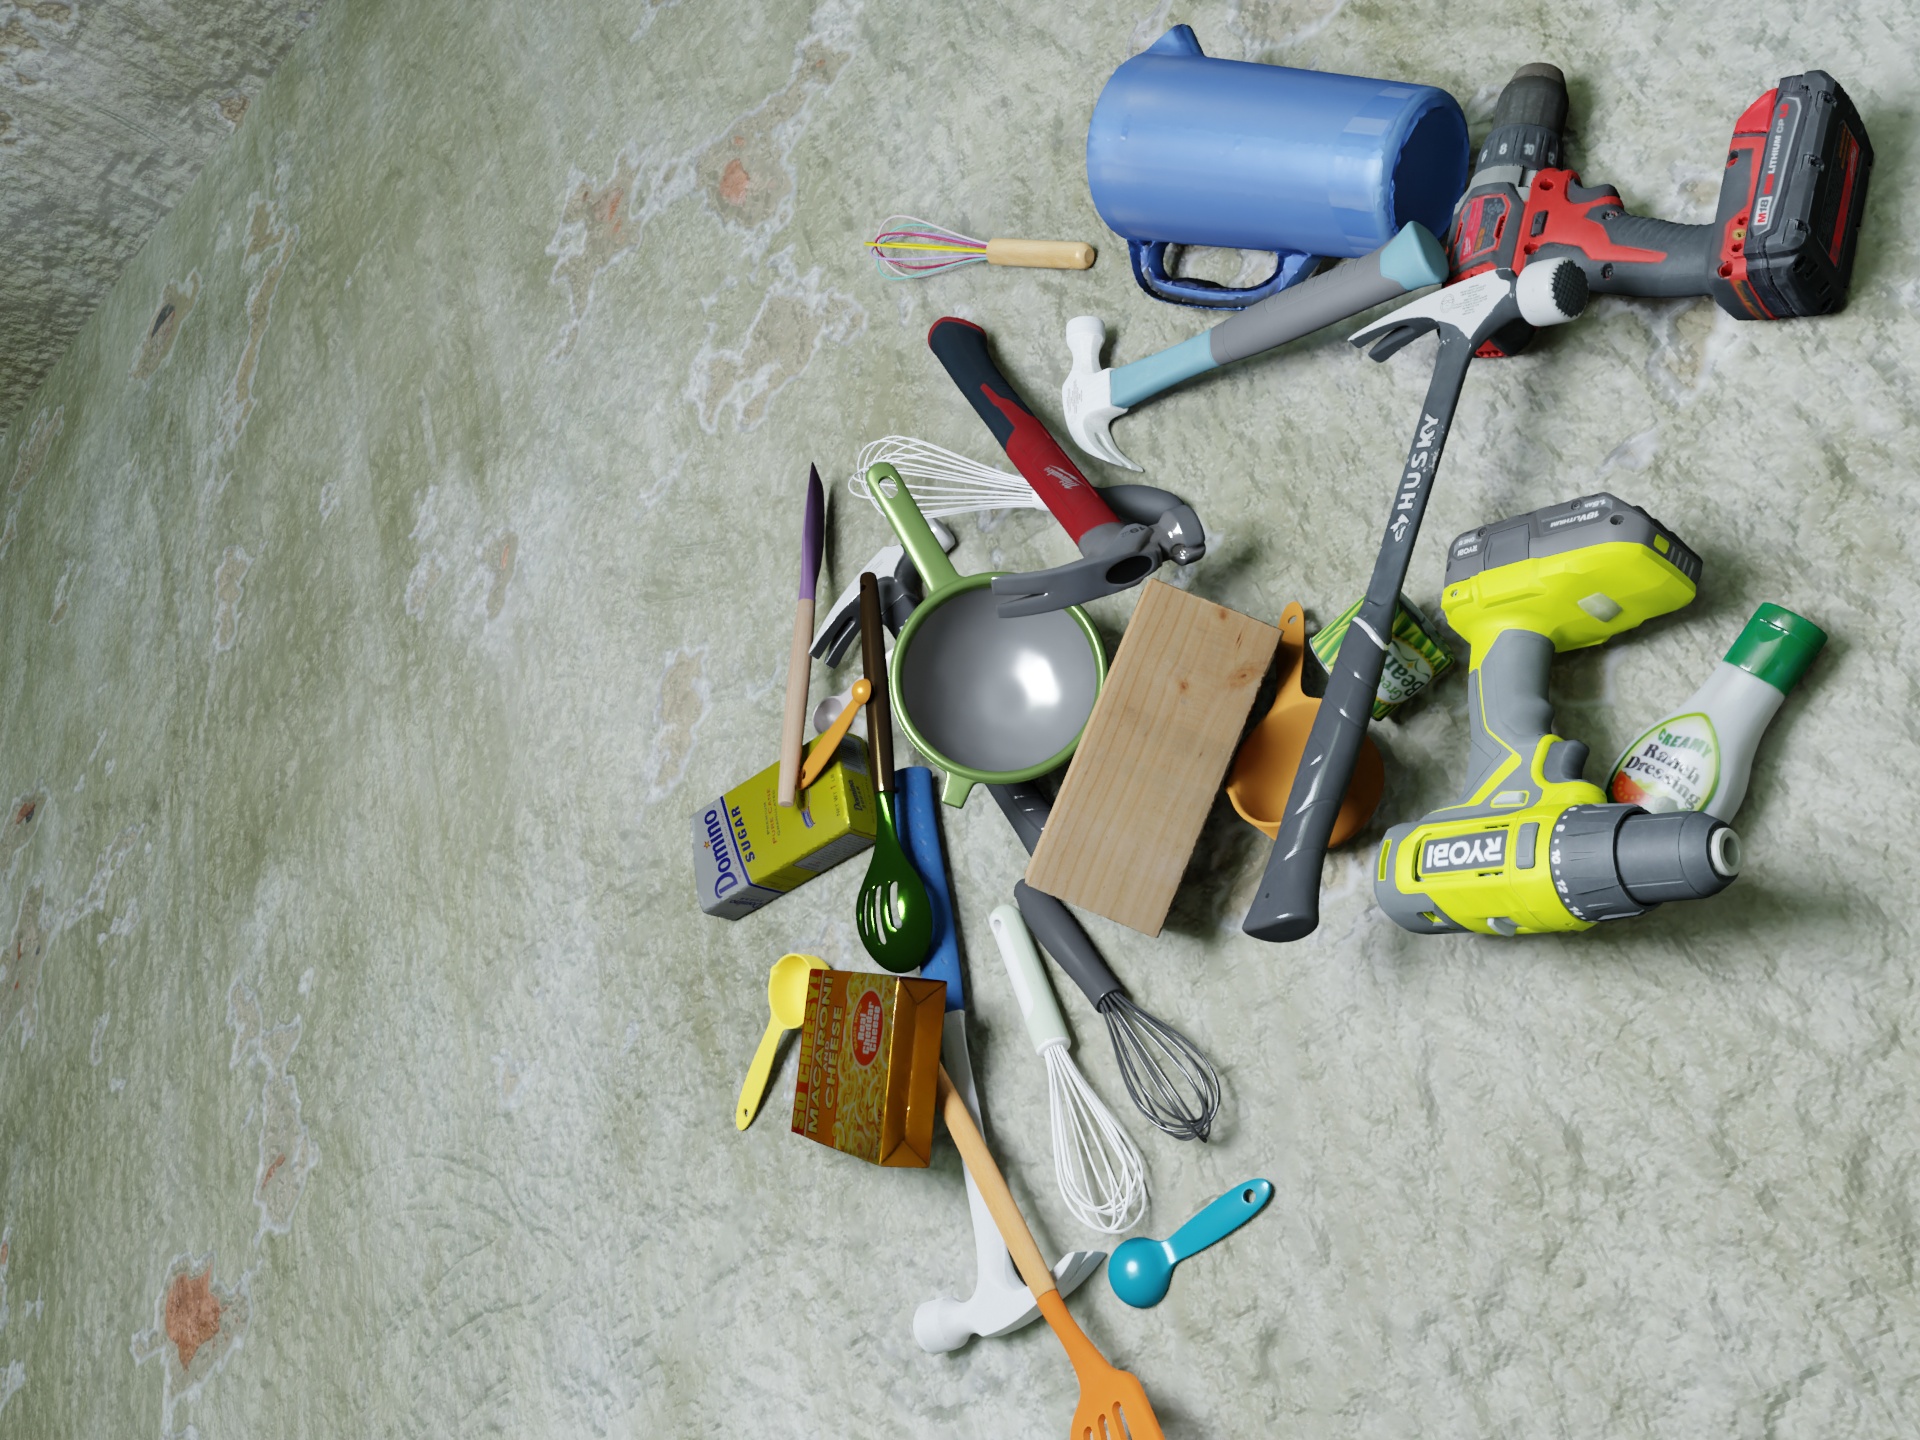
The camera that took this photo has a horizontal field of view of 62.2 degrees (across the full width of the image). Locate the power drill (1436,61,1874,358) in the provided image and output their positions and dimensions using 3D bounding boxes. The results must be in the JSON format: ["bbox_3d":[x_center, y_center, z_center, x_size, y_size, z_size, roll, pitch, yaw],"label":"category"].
[{"bbox_3d":[0.398,-0.313,0.934,0.227,0.080,0.188,7,79,46],"label":"power drill"}]

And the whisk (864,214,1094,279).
[{"bbox_3d":[0.009,-0.391,1.326,0.245,0.047,0.051,18,85,40],"label":"whisk"}]

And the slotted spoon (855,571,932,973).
[{"bbox_3d":[-0.060,0.031,1.181,0.070,0.031,0.314,-22,63,35],"label":"slotted spoon"}]

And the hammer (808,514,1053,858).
[{"bbox_3d":[-0.002,-0.004,1.191,0.146,0.035,0.335,-42,53,12],"label":"hammer"}]

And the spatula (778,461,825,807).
[{"bbox_3d":[-0.127,-0.073,1.297,0.018,0.059,0.316,-3,60,9],"label":"spatula"}]

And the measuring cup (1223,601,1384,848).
[{"bbox_3d":[0.220,0.003,0.995,0.095,0.052,0.174,-25,41,37],"label":"measuring cup"}]

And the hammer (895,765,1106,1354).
[{"bbox_3d":[-0.001,0.216,1.115,0.144,0.035,0.406,-30,57,30],"label":"hammer"}]

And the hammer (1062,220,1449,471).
[{"bbox_3d":[0.185,-0.260,1.081,0.331,0.033,0.128,-13,73,52],"label":"hammer"}]

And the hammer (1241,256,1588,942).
[{"bbox_3d":[0.236,-0.069,0.911,0.149,0.036,0.409,6,74,57],"label":"hammer"}]

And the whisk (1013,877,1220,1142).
[{"bbox_3d":[0.095,0.181,1.037,0.055,0.055,0.239,-52,45,14],"label":"whisk"}]

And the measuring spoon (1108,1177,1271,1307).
[{"bbox_3d":[0.136,0.314,0.966,0.128,0.021,0.042,-43,51,23],"label":"measuring spoon"}]

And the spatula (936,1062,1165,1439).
[{"bbox_3d":[0.038,0.334,0.983,0.081,0.041,0.323,-48,48,19],"label":"spatula"}]

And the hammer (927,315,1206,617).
[{"bbox_3d":[0.032,-0.201,1.159,0.143,0.038,0.387,-19,40,-9],"label":"hammer"}]

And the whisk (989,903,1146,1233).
[{"bbox_3d":[0.063,0.223,1.050,0.057,0.059,0.247,115,146,-42],"label":"whisk"}]

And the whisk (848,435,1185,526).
[{"bbox_3d":[0.038,-0.173,1.192,0.285,0.070,0.070,11,82,30],"label":"whisk"}]

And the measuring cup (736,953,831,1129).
[{"bbox_3d":[-0.138,0.252,1.236,0.062,0.029,0.156,38,112,43],"label":"measuring cup"}]

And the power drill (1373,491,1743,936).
[{"bbox_3d":[0.320,0.002,0.838,0.190,0.080,0.229,-15,54,54],"label":"power drill"}]

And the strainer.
[{"bbox_3d":[0.002,-0.068,1.124,0.151,0.069,0.256,-29,75,-5],"label":"strainer"}]

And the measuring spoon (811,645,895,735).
[{"bbox_3d":[-0.070,-0.029,1.284,0.124,0.018,0.034,-39,53,15],"label":"measuring spoon"}]

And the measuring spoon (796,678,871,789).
[{"bbox_3d":[-0.100,0.011,1.212,0.117,0.011,0.021,-54,39,30],"label":"measuring spoon"}]
